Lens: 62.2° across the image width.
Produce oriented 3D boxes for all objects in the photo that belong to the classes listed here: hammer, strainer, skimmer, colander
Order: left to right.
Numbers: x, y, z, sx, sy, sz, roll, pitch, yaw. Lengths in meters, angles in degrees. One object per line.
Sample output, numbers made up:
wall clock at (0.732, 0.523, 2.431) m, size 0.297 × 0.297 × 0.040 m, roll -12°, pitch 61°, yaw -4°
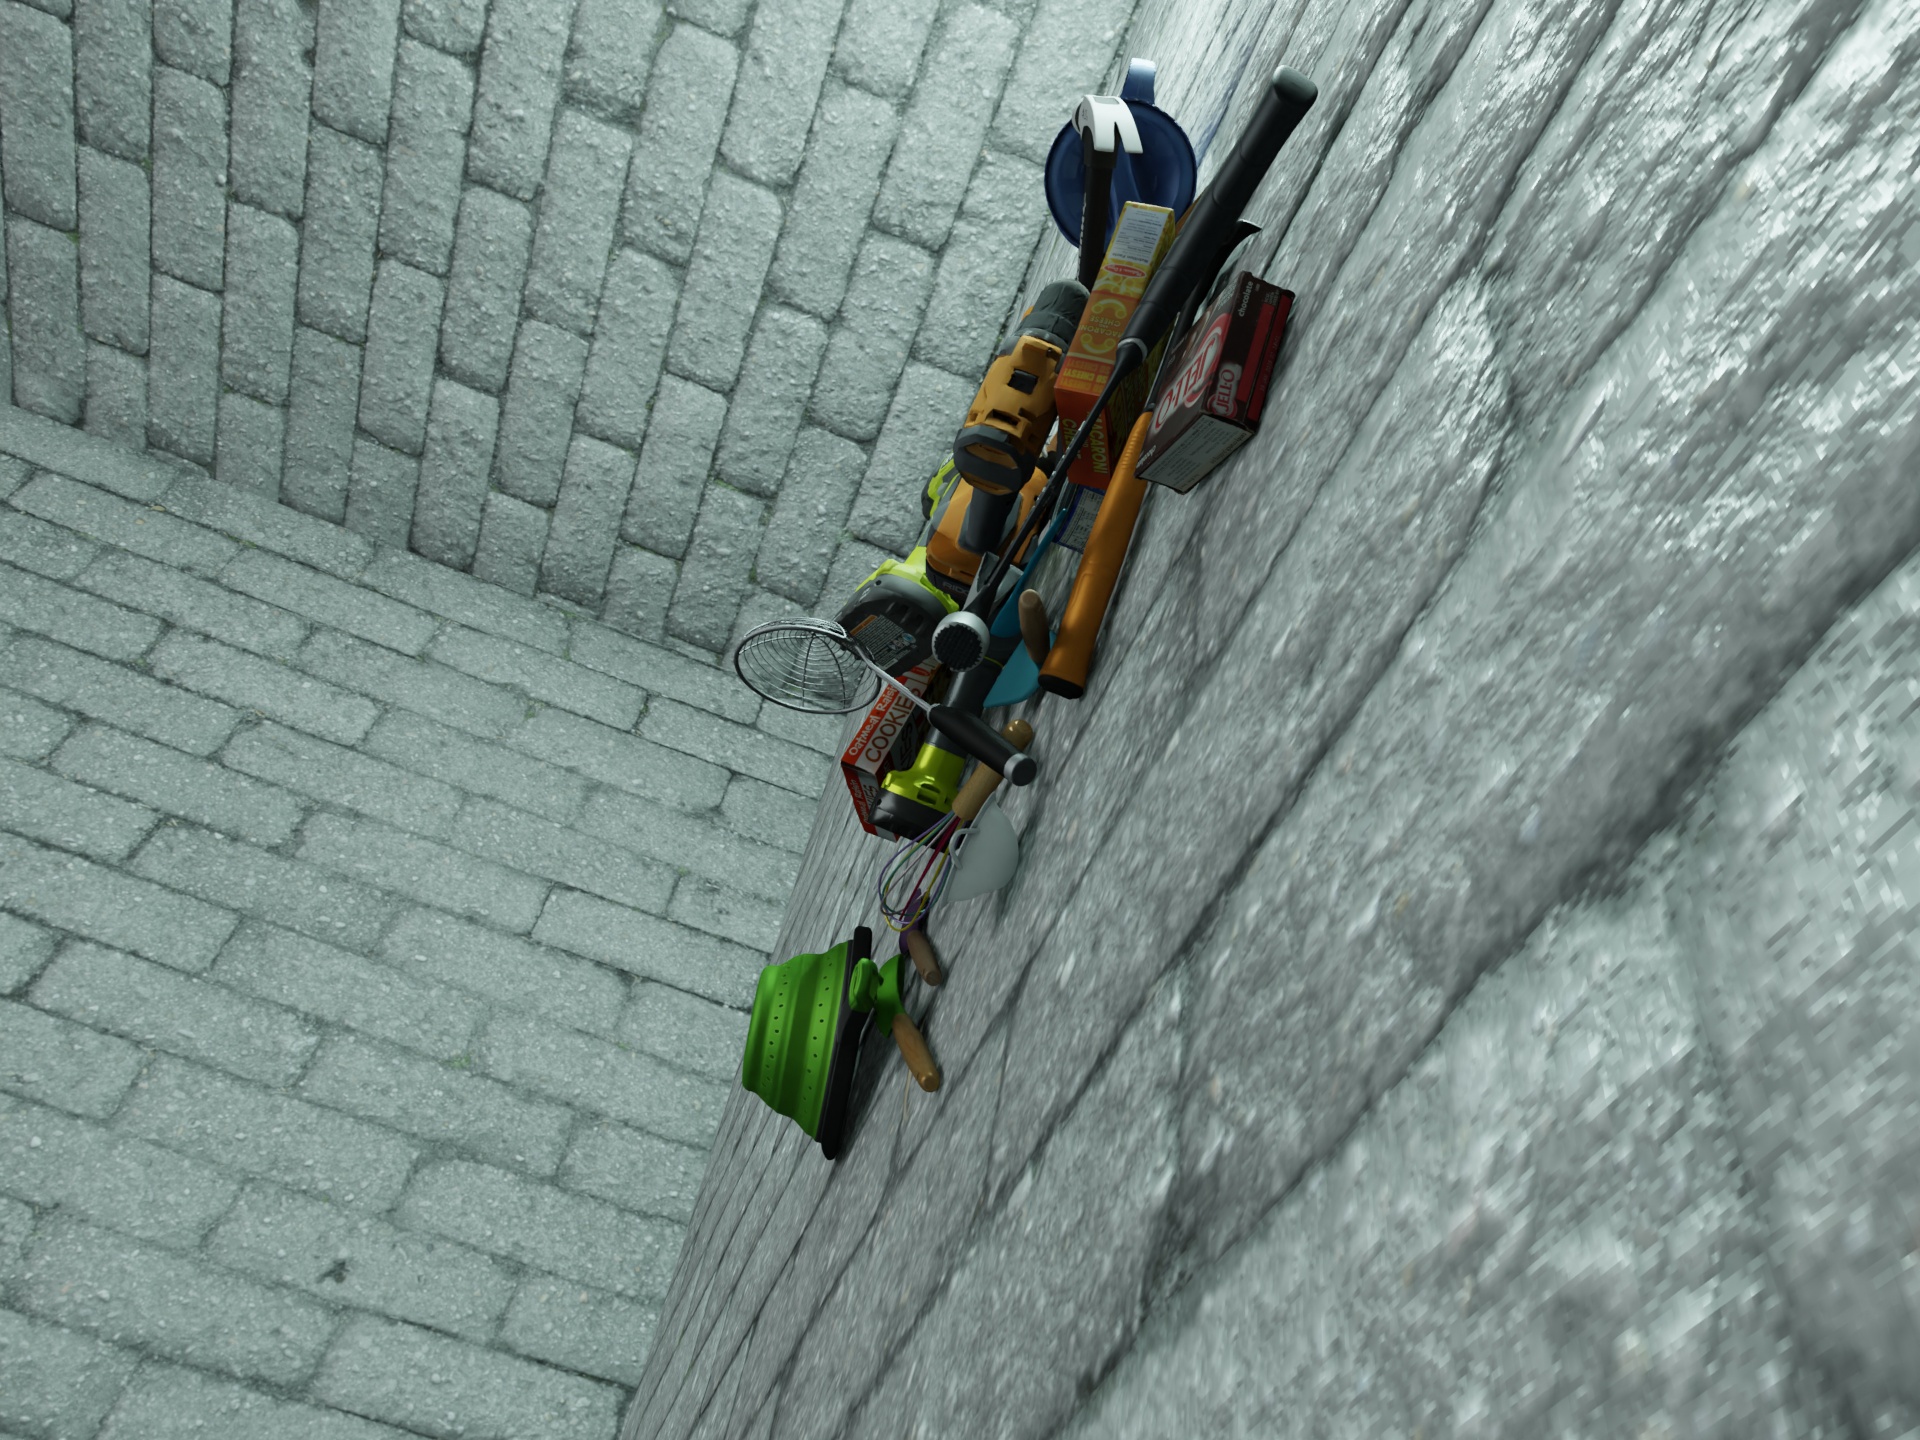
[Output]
colander at (-0.129, 0.249, 1.330) m, size 0.397 × 0.094 × 0.205 m, roll 110°, pitch 169°, yaw -68°
skimmer at (-0.064, 0.000, 1.254) m, size 0.090 × 0.127 × 0.364 m, roll -53°, pitch 37°, yaw -3°
strainer at (0.010, 0.097, 1.128) m, size 0.258 × 0.050 × 0.087 m, roll 118°, pitch 178°, yaw -84°
hammer at (0.100, -0.317, 1.266) m, size 0.146 × 0.035 × 0.334 m, roll -101°, pitch 14°, yaw -66°
hammer at (0.101, -0.218, 1.009) m, size 0.408 × 0.036 × 0.149 m, roll -58°, pitch 3°, yaw 24°
hammer at (0.121, -0.175, 1.071) m, size 0.127 × 0.034 × 0.337 m, roll 143°, pitch 147°, yaw -80°

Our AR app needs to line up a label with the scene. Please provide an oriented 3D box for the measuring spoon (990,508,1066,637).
measuring spoon at (0.060, -0.110, 1.229) m, size 0.042 × 0.021 × 0.128 m, roll -47°, pitch -10°, yaw -50°

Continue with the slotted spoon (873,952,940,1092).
slotted spoon at (-0.042, 0.231, 1.194) m, size 0.314 × 0.031 × 0.070 m, roll -165°, pitch 83°, yaw -82°

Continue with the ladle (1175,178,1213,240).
ladle at (0.171, -0.359, 1.246) m, size 0.320 × 0.062 × 0.078 m, roll -41°, pitch 28°, yaw 62°

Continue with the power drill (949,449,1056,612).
power drill at (0.031, -0.177, 1.567) m, size 0.188 × 0.080 × 0.227 m, roll -53°, pitch 8°, yaw -1°

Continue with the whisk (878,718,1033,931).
whisk at (-0.005, 0.087, 1.256) m, size 0.245 × 0.051 × 0.047 m, roll -56°, pitch 13°, yaw 38°

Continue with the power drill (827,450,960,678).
power drill at (-0.026, -0.153, 1.411) m, size 0.171 × 0.080 × 0.223 m, roll -30°, pitch 28°, yaw 60°

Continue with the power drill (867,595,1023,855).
power drill at (-0.002, -0.004, 1.382) m, size 0.190 × 0.080 × 0.228 m, roll 141°, pitch 151°, yaw -86°

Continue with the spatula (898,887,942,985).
spatula at (-0.035, 0.183, 1.321) m, size 0.316 × 0.018 × 0.060 m, roll -161°, pitch 89°, yaw -84°

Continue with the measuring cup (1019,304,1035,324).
measuring cup at (0.082, -0.346, 1.439) m, size 0.174 × 0.052 × 0.095 m, roll -70°, pitch -7°, yaw -54°

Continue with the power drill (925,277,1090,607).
power drill at (0.042, -0.212, 1.219) m, size 0.226 × 0.084 × 0.185 m, roll 104°, pitch -172°, yaw -62°

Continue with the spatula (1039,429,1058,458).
spatula at (0.104, -0.296, 1.546) m, size 0.322 × 0.041 × 0.081 m, roll 142°, pitch 147°, yaw -79°

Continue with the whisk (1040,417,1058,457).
whisk at (0.073, -0.290, 1.533) m, size 0.059 × 0.057 × 0.246 m, roll -37°, pitch 10°, yaw 15°

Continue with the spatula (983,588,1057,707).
spatula at (0.045, -0.057, 1.127) m, size 0.082 × 0.044 × 0.317 m, roll -58°, pitch -8°, yaw -5°
